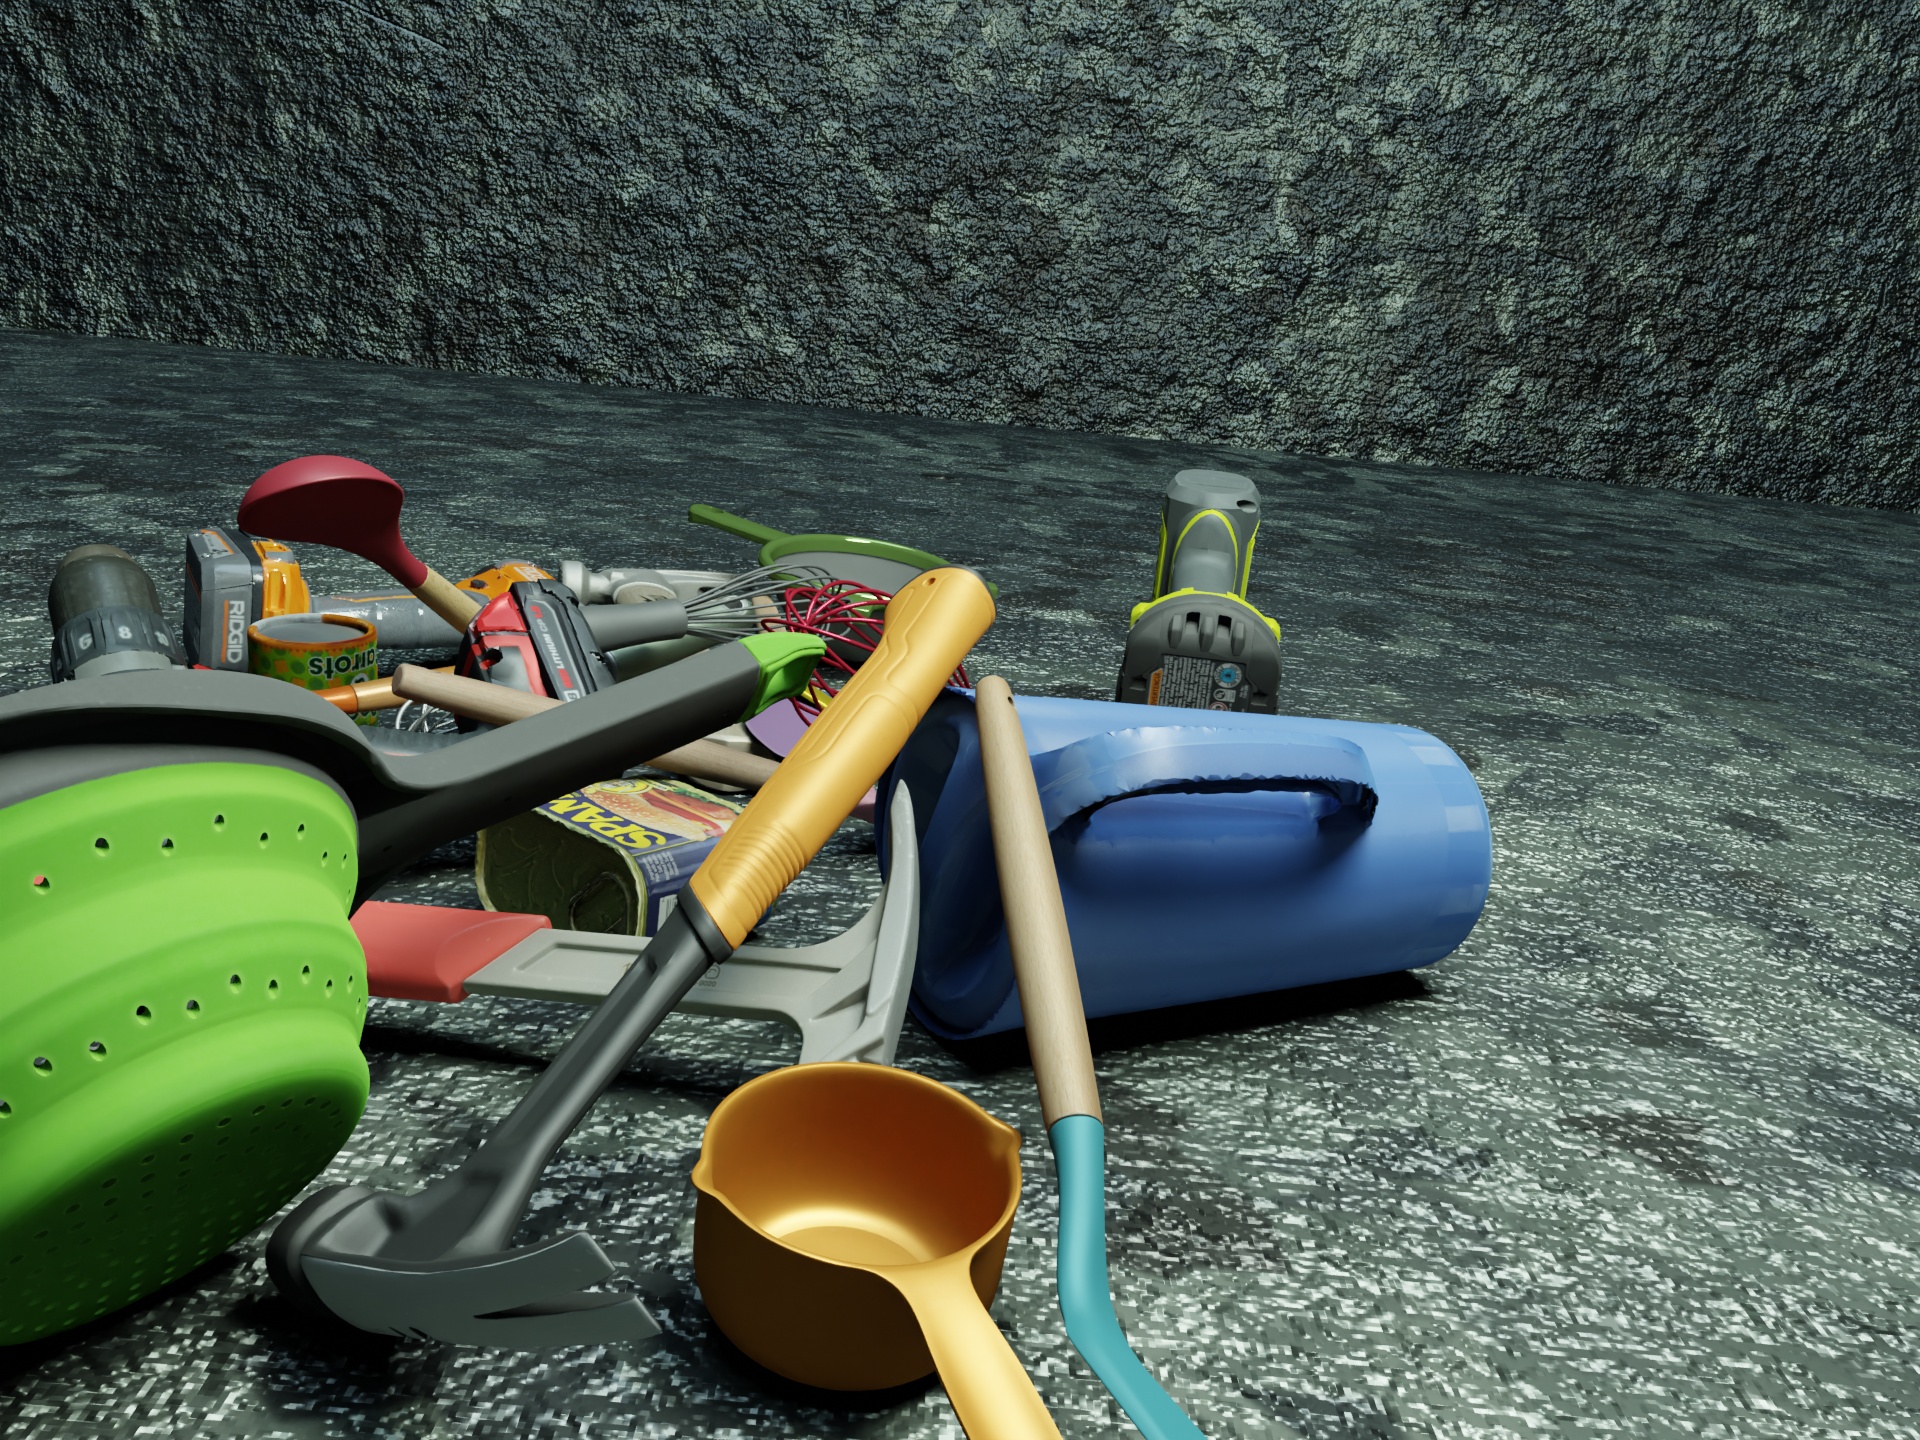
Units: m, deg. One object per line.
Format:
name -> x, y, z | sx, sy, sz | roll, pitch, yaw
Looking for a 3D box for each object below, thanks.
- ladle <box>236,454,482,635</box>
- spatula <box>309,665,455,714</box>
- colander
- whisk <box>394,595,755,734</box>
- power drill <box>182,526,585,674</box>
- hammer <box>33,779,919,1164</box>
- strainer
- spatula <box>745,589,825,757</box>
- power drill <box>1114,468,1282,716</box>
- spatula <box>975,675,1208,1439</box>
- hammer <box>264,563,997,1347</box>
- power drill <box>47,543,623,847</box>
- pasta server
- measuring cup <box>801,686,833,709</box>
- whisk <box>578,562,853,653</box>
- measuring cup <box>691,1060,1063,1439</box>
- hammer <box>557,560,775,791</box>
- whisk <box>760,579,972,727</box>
ladle -> -0.268, -0.065, 0.821 | 0.069, 0.031, 0.315 | -18, -19, 3
spatula -> -0.296, -0.006, 0.837 | 0.322, 0.041, 0.081 | -13, 24, -42
colander -> -0.168, 0.063, 0.461 | 0.397, 0.204, 0.094 | -25, 66, -42
whisk -> -0.203, -0.026, 0.877 | 0.058, 0.059, 0.246 | 38, 39, 21
power drill -> -0.356, -0.069, 0.991 | 0.226, 0.084, 0.164 | 1, 16, -30
hammer -> -0.196, 0.074, 0.565 | 0.359, 0.036, 0.149 | 4, 47, 7
strainer -> -0.111, -0.096, 1.152 | 0.256, 0.069, 0.151 | 23, 24, 35
spatula -> -0.108, -0.032, 0.956 | 0.059, 0.018, 0.316 | 11, 17, -15
power drill -> 0.131, -0.028, 0.890 | 0.080, 0.171, 0.223 | 8, 25, 6
spatula -> 0.038, 0.090, 0.446 | 0.044, 0.082, 0.318 | -28, 40, 16
hammer -> -0.062, 0.046, 0.500 | 0.127, 0.034, 0.337 | -11, 30, 36
power drill -> -0.280, -0.009, 0.708 | 0.226, 0.080, 0.188 | -7, 52, -34
pasta server -> -0.100, 0.014, 0.722 | 0.316, 0.040, 0.060 | 17, -4, -36
measuring cup -> -0.046, -0.007, 0.877 | 0.156, 0.029, 0.062 | 31, 12, 8
whisk -> -0.156, -0.053, 0.872 | 0.239, 0.055, 0.055 | -12, 24, -40
measuring cup -> -0.013, 0.158, 0.405 | 0.095, 0.052, 0.174 | -1, 26, -26
hammer -> -0.168, -0.039, 1.024 | 0.146, 0.038, 0.411 | 1, 18, -20
whisk -> -0.001, -0.002, 0.778 | 0.073, 0.073, 0.295 | 17, -5, 32
